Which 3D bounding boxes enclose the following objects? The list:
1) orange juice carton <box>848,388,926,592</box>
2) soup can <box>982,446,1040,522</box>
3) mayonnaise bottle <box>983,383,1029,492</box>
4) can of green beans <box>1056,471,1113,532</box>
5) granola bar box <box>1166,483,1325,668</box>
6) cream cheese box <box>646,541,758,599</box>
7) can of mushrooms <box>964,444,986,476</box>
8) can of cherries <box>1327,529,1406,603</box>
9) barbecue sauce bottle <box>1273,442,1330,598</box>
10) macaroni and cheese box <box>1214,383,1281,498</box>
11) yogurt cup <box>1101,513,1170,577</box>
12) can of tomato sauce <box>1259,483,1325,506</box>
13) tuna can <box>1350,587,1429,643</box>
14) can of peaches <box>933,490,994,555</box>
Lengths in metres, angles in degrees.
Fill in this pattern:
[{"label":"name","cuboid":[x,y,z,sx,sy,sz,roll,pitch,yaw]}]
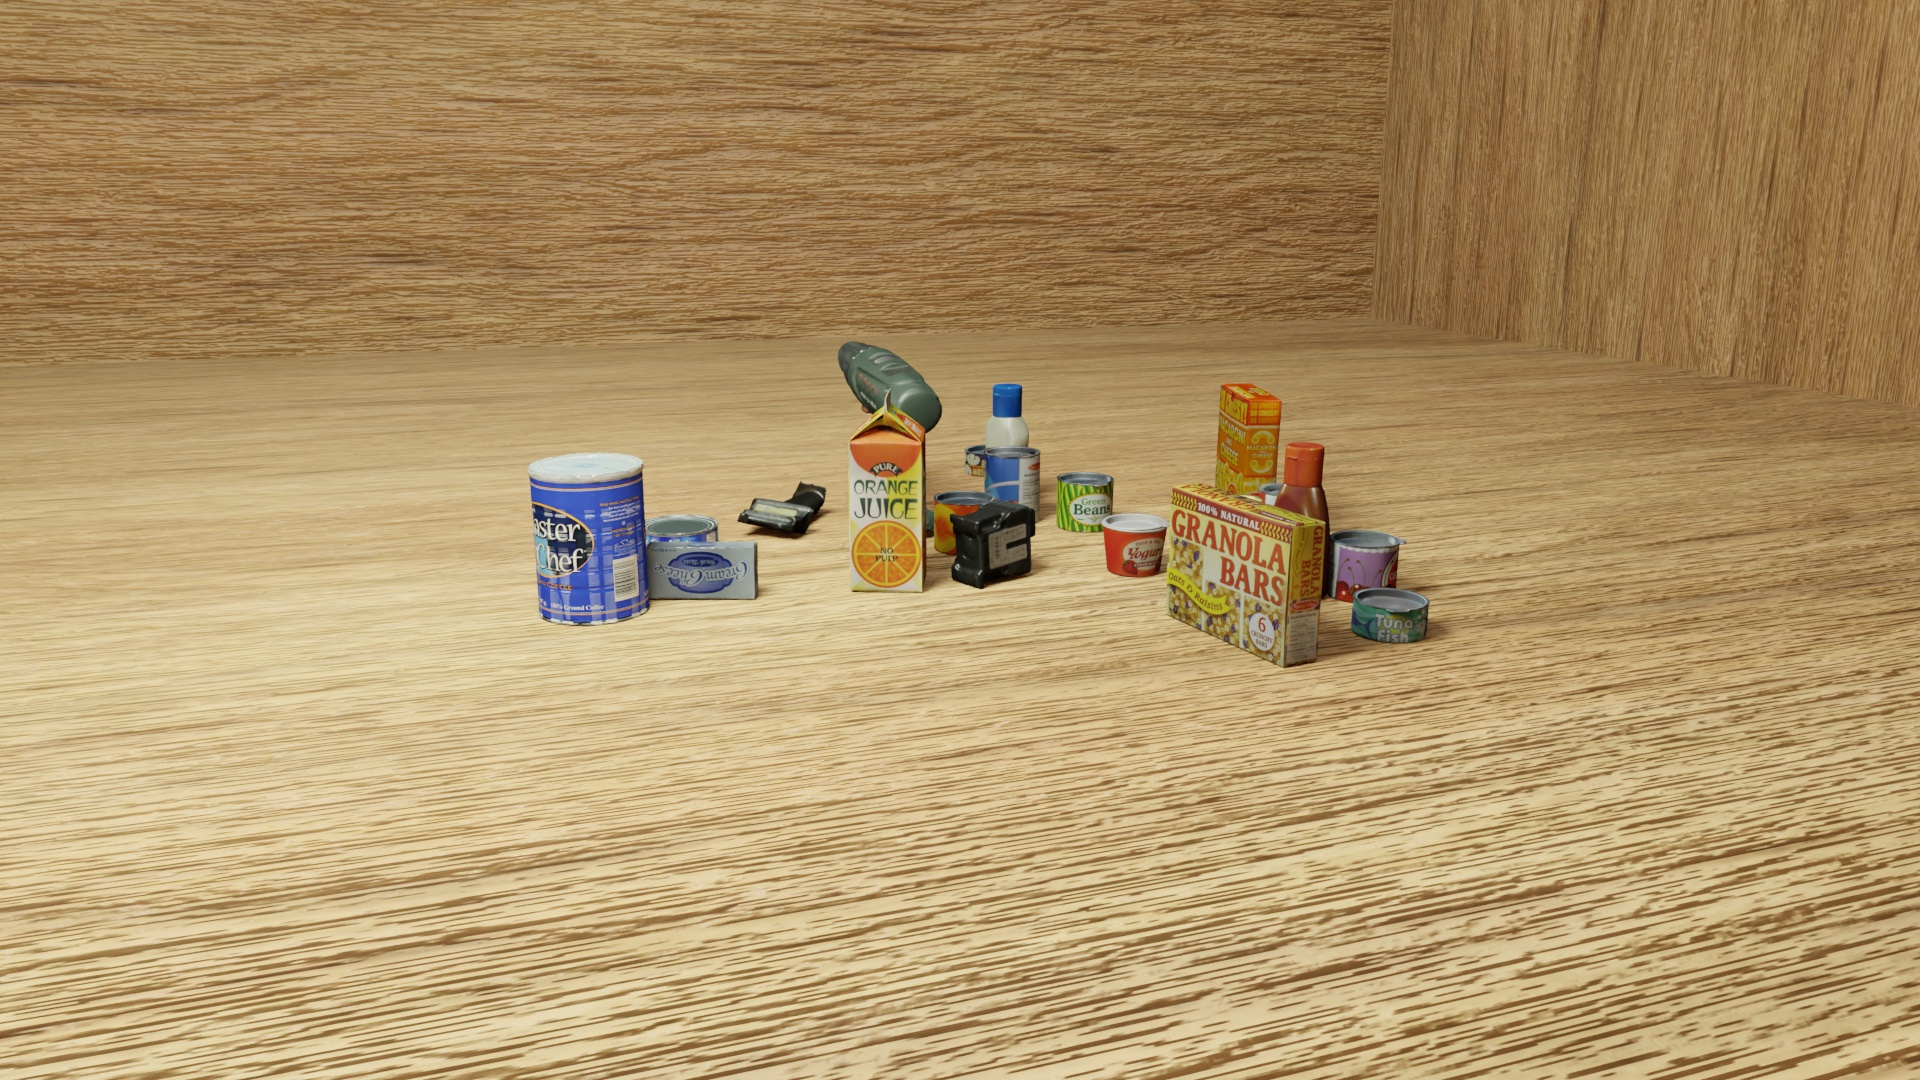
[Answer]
[{"label":"orange juice carton","cuboid":[-0.071,-0.050,1.367,0.073,0.192,0.072,1,14,2]},{"label":"soup can","cuboid":[0.059,-0.065,1.636,0.071,0.083,0.071,0,15,0]},{"label":"mayonnaise bottle","cuboid":[0.058,-0.118,1.709,0.041,0.147,0.065,-11,18,-38]},{"label":"can of green beans","cuboid":[0.144,-0.045,1.611,0.071,0.057,0.071,0,15,0]},{"label":"granola bar box","cuboid":[0.245,0.026,1.216,0.039,0.123,0.166,-7,17,-28]},{"label":"cream cheese box","cuboid":[-0.247,0.029,1.336,0.104,0.053,0.024,0,14,-2]},{"label":"can of mushrooms","cuboid":[0.039,-0.109,1.898,0.071,0.033,0.071,0,15,0]},{"label":"can of cherries","cuboid":[0.394,0.026,1.350,0.071,0.058,0.072,0,15,0]},{"label":"barbecue sauce bottle","cuboid":[0.329,-0.019,1.344,0.044,0.148,0.065,-10,18,-36]},{"label":"macaroni and cheese box","cuboid":[0.319,-0.085,1.554,0.040,0.166,0.124,-1,15,-4]},{"label":"yogurt cup","cuboid":[0.179,0.005,1.432,0.072,0.053,0.072,0,15,0]},{"label":"can of tomato sauce","cuboid":[0.344,-0.013,1.447,0.071,0.082,0.071,0,15,0]},{"label":"tuna can","cuboid":[0.384,0.067,1.242,0.071,0.032,0.071,0,15,0]},{"label":"can of peaches","cuboid":[0.005,-0.019,1.512,0.071,0.058,0.071,0,15,0]}]
